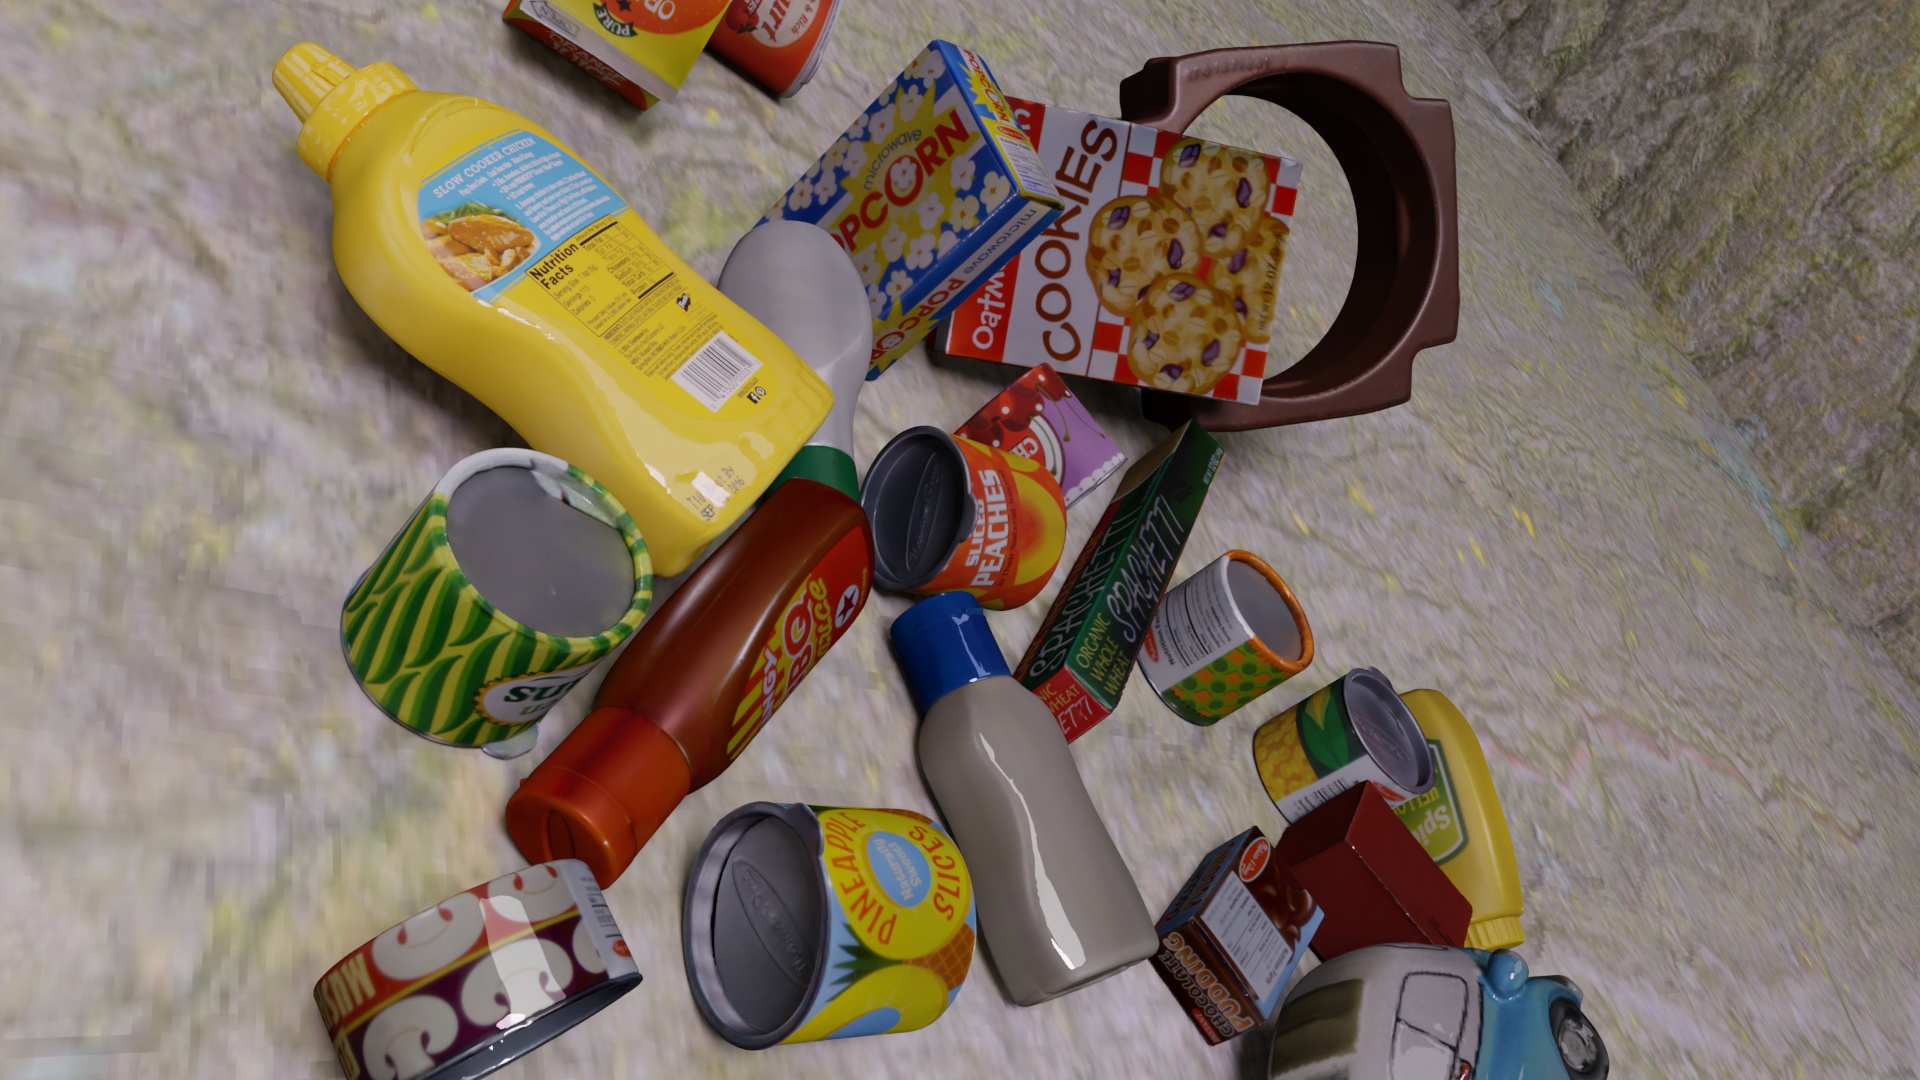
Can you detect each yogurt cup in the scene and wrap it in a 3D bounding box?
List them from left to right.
[{"bbox_3d":[-0.097,-0.264,0.694,0.054,0.072,0.073,21,43,-26],"label":"yogurt cup"}]

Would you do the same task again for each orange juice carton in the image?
[{"bbox_3d":[-0.146,-0.264,0.627,0.072,0.072,0.194,31,39,-28],"label":"orange juice carton"}]

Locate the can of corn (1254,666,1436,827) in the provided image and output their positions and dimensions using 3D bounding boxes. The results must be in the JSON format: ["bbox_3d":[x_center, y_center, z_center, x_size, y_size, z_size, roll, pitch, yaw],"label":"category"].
[{"bbox_3d":[0.186,0.103,0.677,0.071,0.058,0.071,30,39,-28],"label":"can of corn"}]

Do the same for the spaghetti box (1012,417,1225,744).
[{"bbox_3d":[0.075,0.014,0.640,0.028,0.050,0.251,45,34,-6],"label":"spaghetti box"}]

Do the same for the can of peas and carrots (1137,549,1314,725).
[{"bbox_3d":[0.127,0.046,0.662,0.071,0.058,0.071,30,39,-28],"label":"can of peas and carrots"}]

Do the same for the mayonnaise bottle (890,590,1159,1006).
[{"bbox_3d":[0.017,0.090,0.509,0.065,0.041,0.148,4,54,-49],"label":"mayonnaise bottle"}]

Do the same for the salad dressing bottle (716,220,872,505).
[{"bbox_3d":[-0.063,-0.057,0.547,0.064,0.043,0.148,-2,59,-12],"label":"salad dressing bottle"}]

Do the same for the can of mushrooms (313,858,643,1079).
[{"bbox_3d":[-0.113,0.104,0.320,0.071,0.070,0.033,-10,66,-53],"label":"can of mushrooms"}]

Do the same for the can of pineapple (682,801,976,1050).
[{"bbox_3d":[-0.037,0.109,0.400,0.058,0.070,0.071,13,49,-44],"label":"can of pineapple"}]

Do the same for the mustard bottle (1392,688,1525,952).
[{"bbox_3d":[0.244,0.156,0.692,0.049,0.065,0.161,16,50,-47],"label":"mustard bottle"}]

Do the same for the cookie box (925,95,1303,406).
[{"bbox_3d":[0.075,-0.140,0.683,0.168,0.122,0.040,7,7,-18],"label":"cookie box"}]

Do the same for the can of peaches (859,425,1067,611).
[{"bbox_3d":[0.002,-0.007,0.557,0.058,0.071,0.071,15,47,-43],"label":"can of peaches"}]

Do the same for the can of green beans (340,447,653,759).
[{"bbox_3d":[-0.129,0.016,0.391,0.071,0.057,0.071,30,39,-28],"label":"can of green beans"}]

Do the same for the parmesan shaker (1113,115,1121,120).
[{"bbox_3d":[0.095,-0.197,0.846,0.071,0.071,0.103,5,55,-48],"label":"parmesan shaker"}]

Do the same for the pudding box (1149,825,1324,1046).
[{"bbox_3d":[0.112,0.158,0.563,0.049,0.030,0.084,53,33,5],"label":"pudding box"}]

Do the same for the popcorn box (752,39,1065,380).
[{"bbox_3d":[-0.025,-0.140,0.601,0.038,0.126,0.085,2,57,-53],"label":"popcorn box"}]

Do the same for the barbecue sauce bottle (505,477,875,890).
[{"bbox_3d":[-0.078,0.042,0.427,0.044,0.064,0.149,21,40,14],"label":"barbecue sauce bottle"}]

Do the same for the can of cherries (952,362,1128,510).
[{"bbox_3d":[0.031,-0.037,0.621,0.058,0.071,0.072,51,33,1],"label":"can of cherries"}]
